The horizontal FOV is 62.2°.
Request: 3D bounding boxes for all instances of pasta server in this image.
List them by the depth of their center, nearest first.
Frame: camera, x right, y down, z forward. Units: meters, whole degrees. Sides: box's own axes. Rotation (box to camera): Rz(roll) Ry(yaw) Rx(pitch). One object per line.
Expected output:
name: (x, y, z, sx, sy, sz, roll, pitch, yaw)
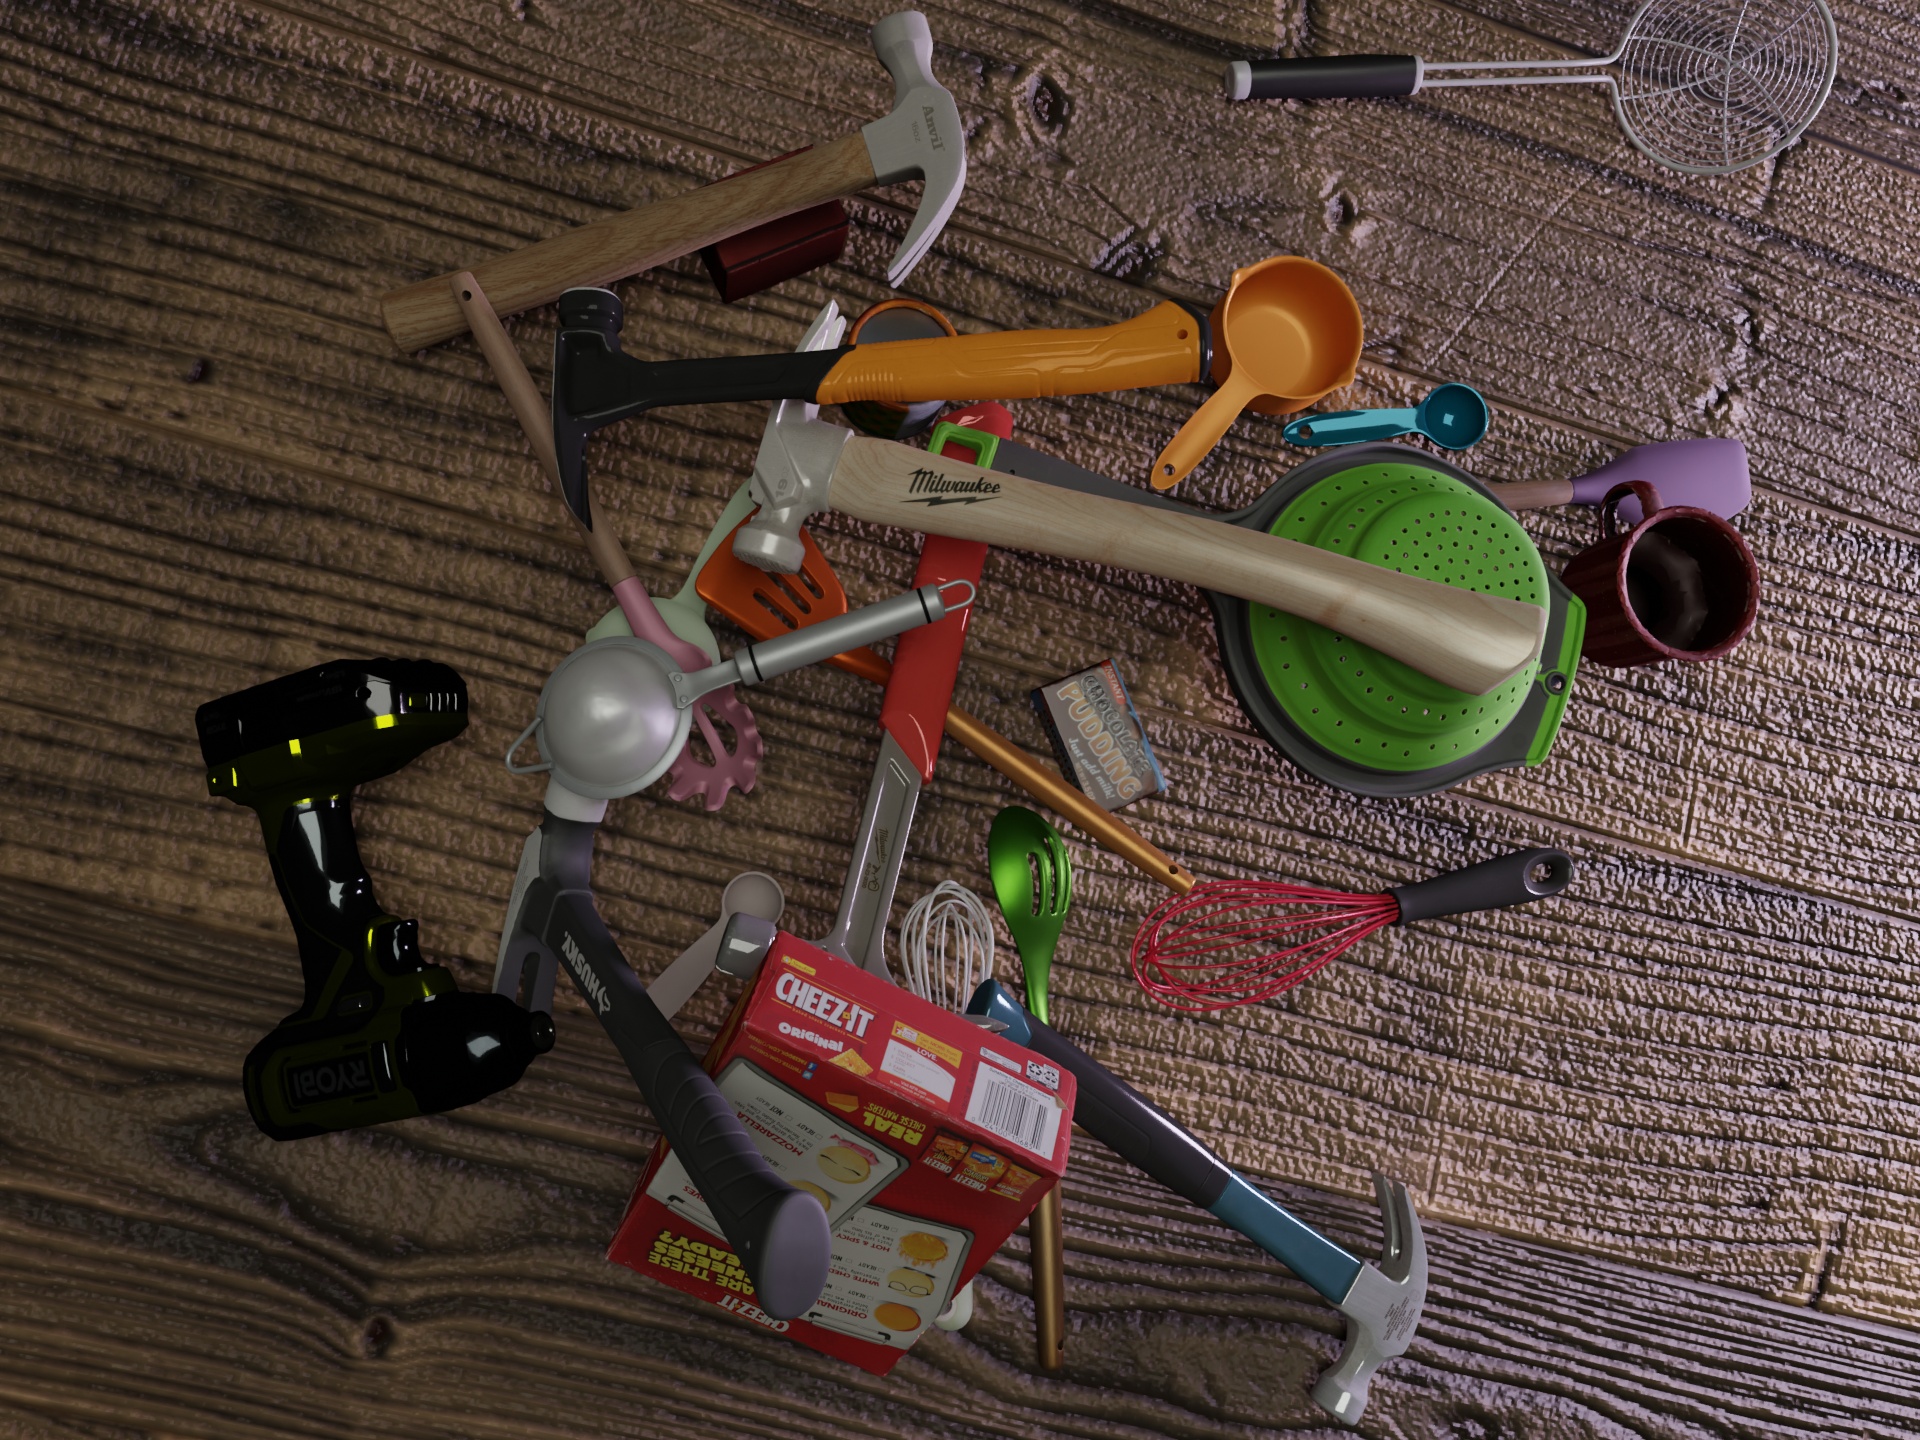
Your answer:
pasta server: (-0.192, -0.097, 0.840, 0.060, 0.040, 0.316, -28, 90, 2)

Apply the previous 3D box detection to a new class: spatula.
spatula: (-0.001, -0.003, 0.889, 0.322, 0.041, 0.081, 35, 62, 4)
spatula: (0.357, -0.139, 0.995, 0.316, 0.018, 0.060, -6, 89, -12)

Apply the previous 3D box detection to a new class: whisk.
whisk: (-0.006, 0.212, 0.880, 0.058, 0.059, 0.246, -1, 87, 27)
whisk: (0.235, 0.112, 0.928, 0.295, 0.073, 0.073, -10, 86, -17)

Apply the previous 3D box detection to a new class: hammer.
hammer: (-0.146, 0.153, 0.730, 0.035, 0.335, 0.146, 10, 107, -36)
hammer: (-0.041, -0.171, 0.810, 0.337, 0.034, 0.127, -4, 75, 4)
hammer: (0.093, -0.103, 0.820, 0.410, 0.038, 0.146, 15, 85, 10)
hammer: (-0.013, -0.014, 0.858, 0.149, 0.036, 0.359, 17, 67, -9)
hammer: (-0.156, -0.264, 0.859, 0.331, 0.031, 0.130, -17, 88, 6)
hammer: (0.131, 0.252, 0.881, 0.331, 0.033, 0.128, 38, 77, -14)

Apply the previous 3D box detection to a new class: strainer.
strainer: (-0.115, -0.027, 0.802, 0.258, 0.050, 0.087, -19, 72, -1)

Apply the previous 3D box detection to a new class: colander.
colander: (0.174, -0.088, 0.859, 0.397, 0.094, 0.204, 19, 81, -6)

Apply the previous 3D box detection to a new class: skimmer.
skimmer: (0.350, -0.400, 0.985, 0.363, 0.090, 0.127, -5, 116, -9)

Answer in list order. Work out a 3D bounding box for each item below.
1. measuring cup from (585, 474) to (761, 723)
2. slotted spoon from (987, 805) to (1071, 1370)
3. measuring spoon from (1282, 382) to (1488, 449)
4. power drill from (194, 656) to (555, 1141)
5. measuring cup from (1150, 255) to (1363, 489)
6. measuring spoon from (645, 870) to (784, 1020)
measuring cup: (-0.148, -0.070, 0.884, 0.083, 0.038, 0.167, 30, 82, -6)
slotted spoon: (0.046, 0.205, 0.891, 0.070, 0.031, 0.314, 0, 88, -51)
measuring spoon: (0.261, -0.182, 0.986, 0.128, 0.021, 0.042, -6, 86, -2)
power drill: (-0.292, 0.087, 0.795, 0.171, 0.080, 0.223, -15, 85, 22)
measuring cup: (0.164, -0.197, 0.950, 0.095, 0.052, 0.173, 42, 80, -4)
measuring spoon: (-0.146, 0.133, 0.879, 0.034, 0.018, 0.124, 44, 85, -3)
